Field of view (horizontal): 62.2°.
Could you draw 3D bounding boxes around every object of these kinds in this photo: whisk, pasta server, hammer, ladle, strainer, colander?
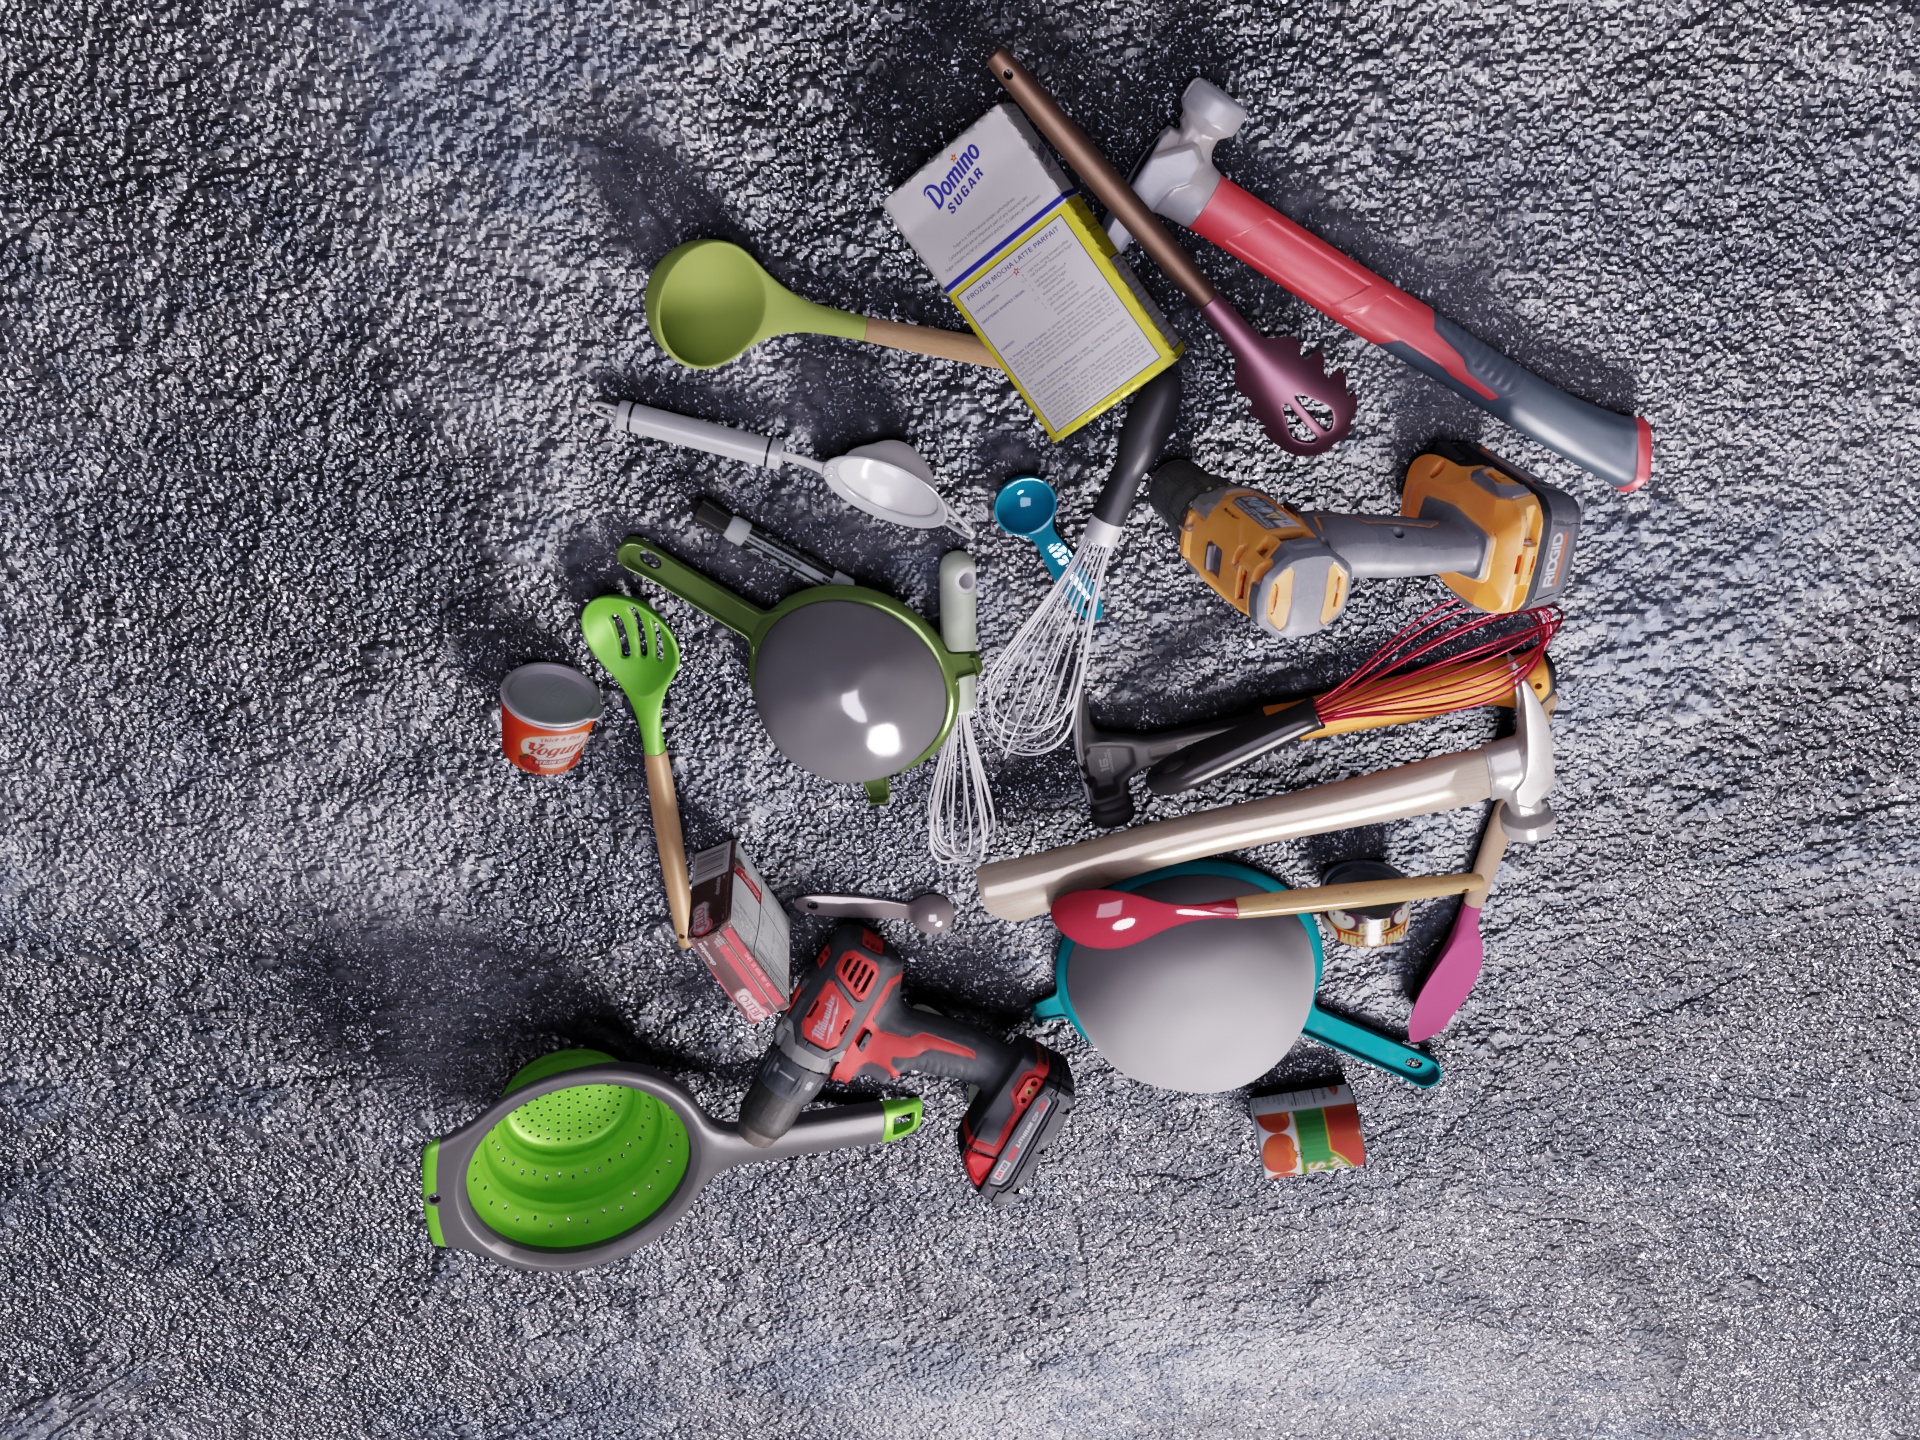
[{"bbox_3d":[0.081,-0.096,1.042,0.070,0.070,0.284,17,115,-10],"label":"whisk"},{"bbox_3d":[0.258,-0.013,1.066,0.296,0.073,0.073,-25,118,20],"label":"whisk"},{"bbox_3d":[0.127,-0.268,0.932,0.060,0.040,0.316,-39,110,23],"label":"pasta server"},{"bbox_3d":[0.265,-0.232,0.988,0.386,0.038,0.143,27,118,-15],"label":"hammer"},{"bbox_3d":[-0.032,-0.232,0.976,0.320,0.062,0.078,9,116,-9],"label":"ladle"},{"bbox_3d":[-0.124,-0.038,1.061,0.256,0.069,0.151,32,124,-8],"label":"strainer"},{"bbox_3d":[-0.231,0.326,1.295,0.397,0.095,0.204,-4,119,-19],"label":"colander"},{"bbox_3d":[0.237,0.242,1.233,0.340,0.095,0.211,24,117,-12],"label":"strainer"},{"bbox_3d":[0.209,0.065,1.127,0.410,0.038,0.146,-14,124,7],"label":"hammer"},{"bbox_3d":[-0.002,-0.004,1.119,0.058,0.059,0.246,-19,122,-33],"label":"whisk"},{"bbox_3d":[0.247,-0.009,1.122,0.337,0.034,0.127,-11,121,6],"label":"hammer"},{"bbox_3d":[-0.111,-0.171,1.019,0.258,0.050,0.087,14,163,-3],"label":"strainer"},{"bbox_3d":[0.223,0.132,1.144,0.315,0.031,0.069,-6,143,-4],"label":"ladle"}]

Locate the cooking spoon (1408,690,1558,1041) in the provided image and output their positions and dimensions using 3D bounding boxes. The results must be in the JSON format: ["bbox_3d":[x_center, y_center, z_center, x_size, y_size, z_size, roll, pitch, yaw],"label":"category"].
[{"bbox_3d":[0.395,0.116,1.202,0.068,0.017,0.318,-10,124,-32],"label":"cooking spoon"}]

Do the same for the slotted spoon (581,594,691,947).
[{"bbox_3d":[-0.220,0.042,1.152,0.070,0.031,0.313,7,124,15],"label":"slotted spoon"}]

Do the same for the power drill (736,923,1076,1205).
[{"bbox_3d":[-0.046,0.285,1.232,0.226,0.080,0.188,31,96,-7],"label":"power drill"}]

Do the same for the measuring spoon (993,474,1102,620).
[{"bbox_3d":[0.062,-0.116,1.071,0.042,0.021,0.128,-31,125,8],"label":"measuring spoon"}]

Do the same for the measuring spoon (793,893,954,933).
[{"bbox_3d":[-0.066,0.148,1.220,0.124,0.018,0.034,5,121,-2],"label":"measuring spoon"}]

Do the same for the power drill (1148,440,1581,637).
[{"bbox_3d":[0.241,-0.123,0.997,0.226,0.186,0.084,-8,121,-18],"label":"power drill"}]

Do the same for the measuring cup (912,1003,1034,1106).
[{"bbox_3d":[0.016,0.290,1.292,0.083,0.038,0.167,-35,117,18],"label":"measuring cup"}]
